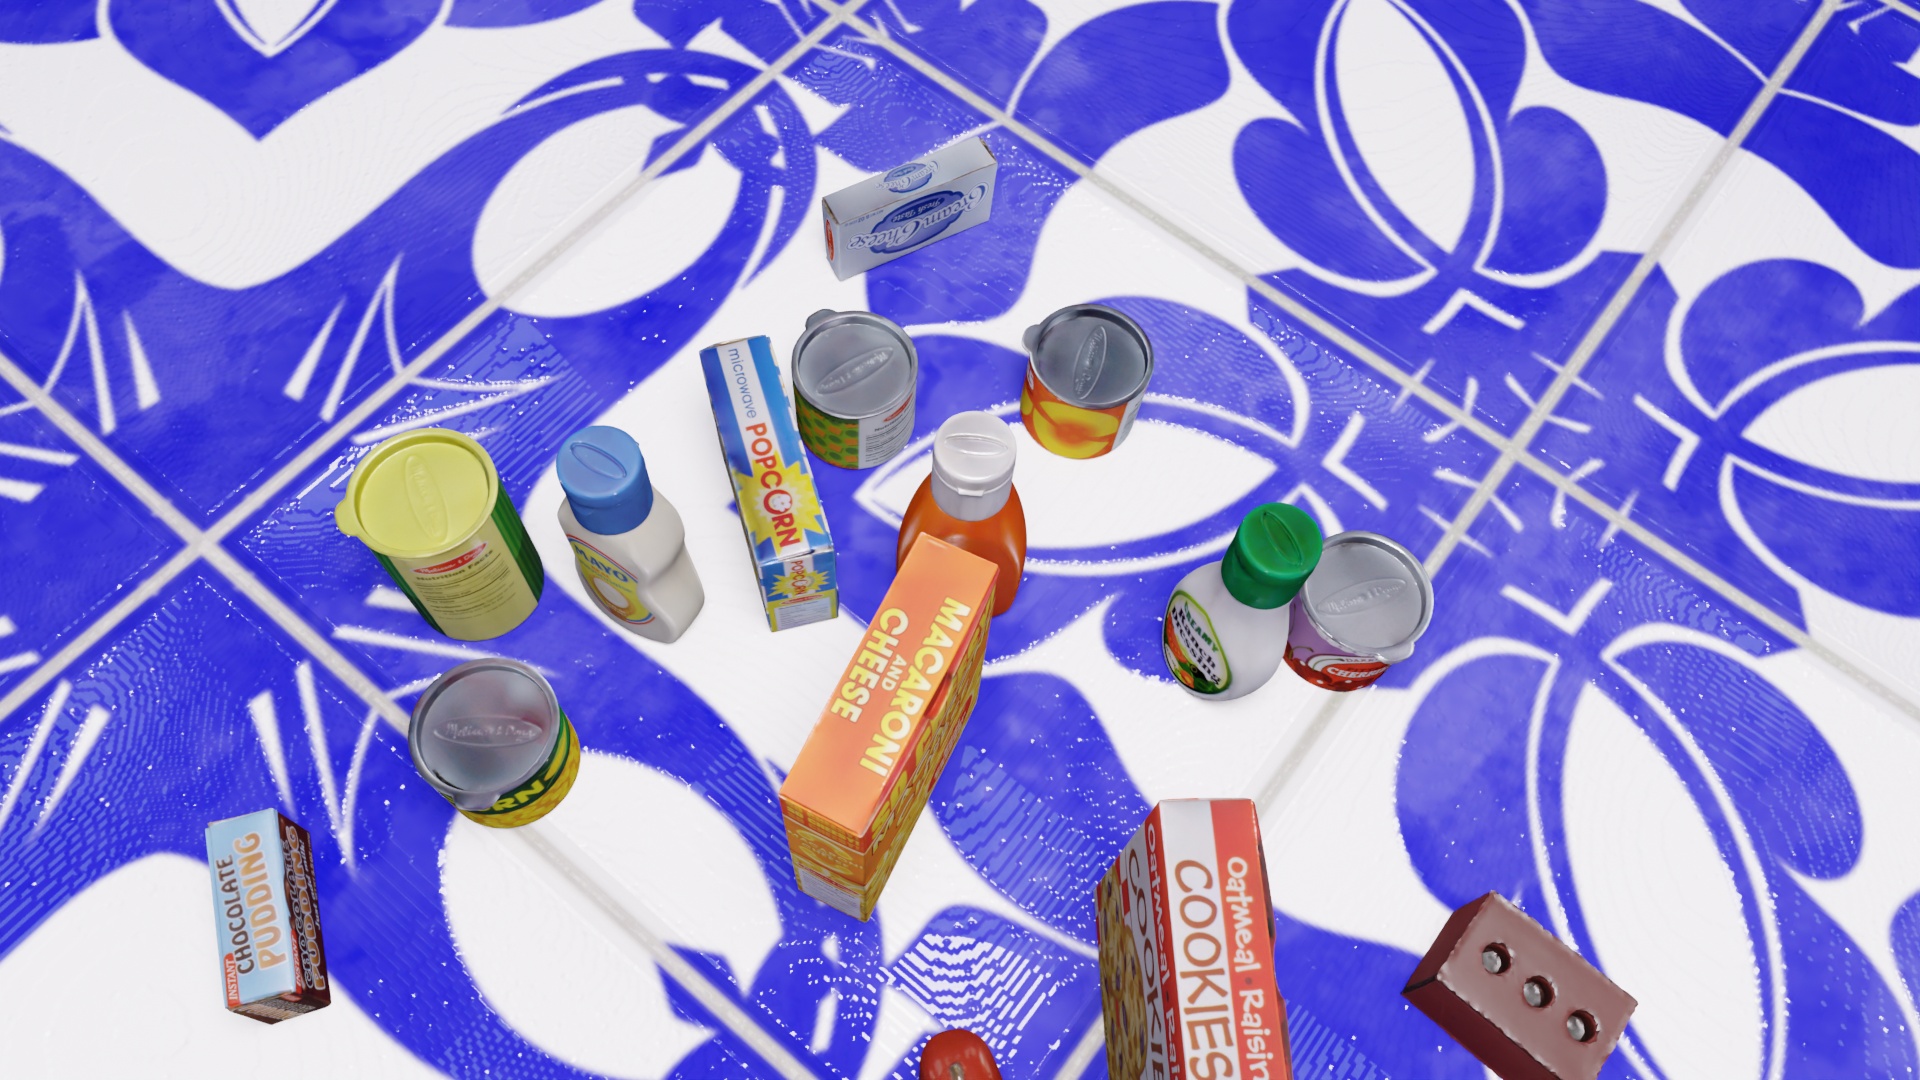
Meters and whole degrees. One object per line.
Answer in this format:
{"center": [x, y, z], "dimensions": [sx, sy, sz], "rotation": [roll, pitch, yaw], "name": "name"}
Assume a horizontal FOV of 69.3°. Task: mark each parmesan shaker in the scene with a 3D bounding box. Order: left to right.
{"center": [-0.246, 0.001, 0.666], "dimensions": [0.071, 0.102, 0.071], "rotation": [2, 64, -3], "name": "parmesan shaker"}

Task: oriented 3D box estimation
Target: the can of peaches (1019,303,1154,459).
{"center": [0.065, -0.086, 0.755], "dimensions": [0.071, 0.057, 0.071], "rotation": [2, 64, -3], "name": "can of peaches"}

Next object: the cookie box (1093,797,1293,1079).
{"center": [0.090, 0.185, 0.563], "dimensions": [0.040, 0.166, 0.123], "rotation": [-1, 64, -4], "name": "cookie box"}

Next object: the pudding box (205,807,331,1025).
{"center": [-0.304, 0.165, 0.611], "dimensions": [0.030, 0.049, 0.084], "rotation": [-15, 66, -11], "name": "pudding box"}

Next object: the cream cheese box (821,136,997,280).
{"center": [-0.030, -0.192, 0.803], "dimensions": [0.104, 0.053, 0.024], "rotation": [-26, 69, -15], "name": "cream cheese box"}

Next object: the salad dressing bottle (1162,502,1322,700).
{"center": [0.132, 0.030, 0.653], "dimensions": [0.044, 0.147, 0.064], "rotation": [-23, 68, -14], "name": "salad dressing bottle"}

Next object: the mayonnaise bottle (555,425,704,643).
{"center": [-0.157, -0.002, 0.649], "dimensions": [0.065, 0.147, 0.041], "rotation": [30, 66, 10], "name": "mayonnaise bottle"}

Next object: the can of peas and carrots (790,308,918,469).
{"center": [-0.058, -0.081, 0.744], "dimensions": [0.071, 0.058, 0.071], "rotation": [2, 64, -3], "name": "can of peas and carrots"}

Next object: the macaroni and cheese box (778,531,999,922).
{"center": [-0.029, 0.087, 0.604], "dimensions": [0.040, 0.165, 0.124], "rotation": [24, 65, 8], "name": "macaroni and cheese box"}

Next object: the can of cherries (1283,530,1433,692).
{"center": [0.197, 0.039, 0.703], "dimensions": [0.071, 0.058, 0.072], "rotation": [2, 64, -3], "name": "can of cherries"}

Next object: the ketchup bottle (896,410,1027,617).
{"center": [0.002, -0.008, 0.662], "dimensions": [0.065, 0.148, 0.044], "rotation": [6, 64, -1], "name": "ketchup bottle"}

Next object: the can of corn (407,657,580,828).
{"center": [-0.215, 0.098, 0.646], "dimensions": [0.071, 0.058, 0.071], "rotation": [2, 64, -3], "name": "can of corn"}

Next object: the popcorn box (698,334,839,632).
{"center": [-0.096, -0.028, 0.701], "dimensions": [0.038, 0.085, 0.127], "rotation": [-15, 66, -11], "name": "popcorn box"}
